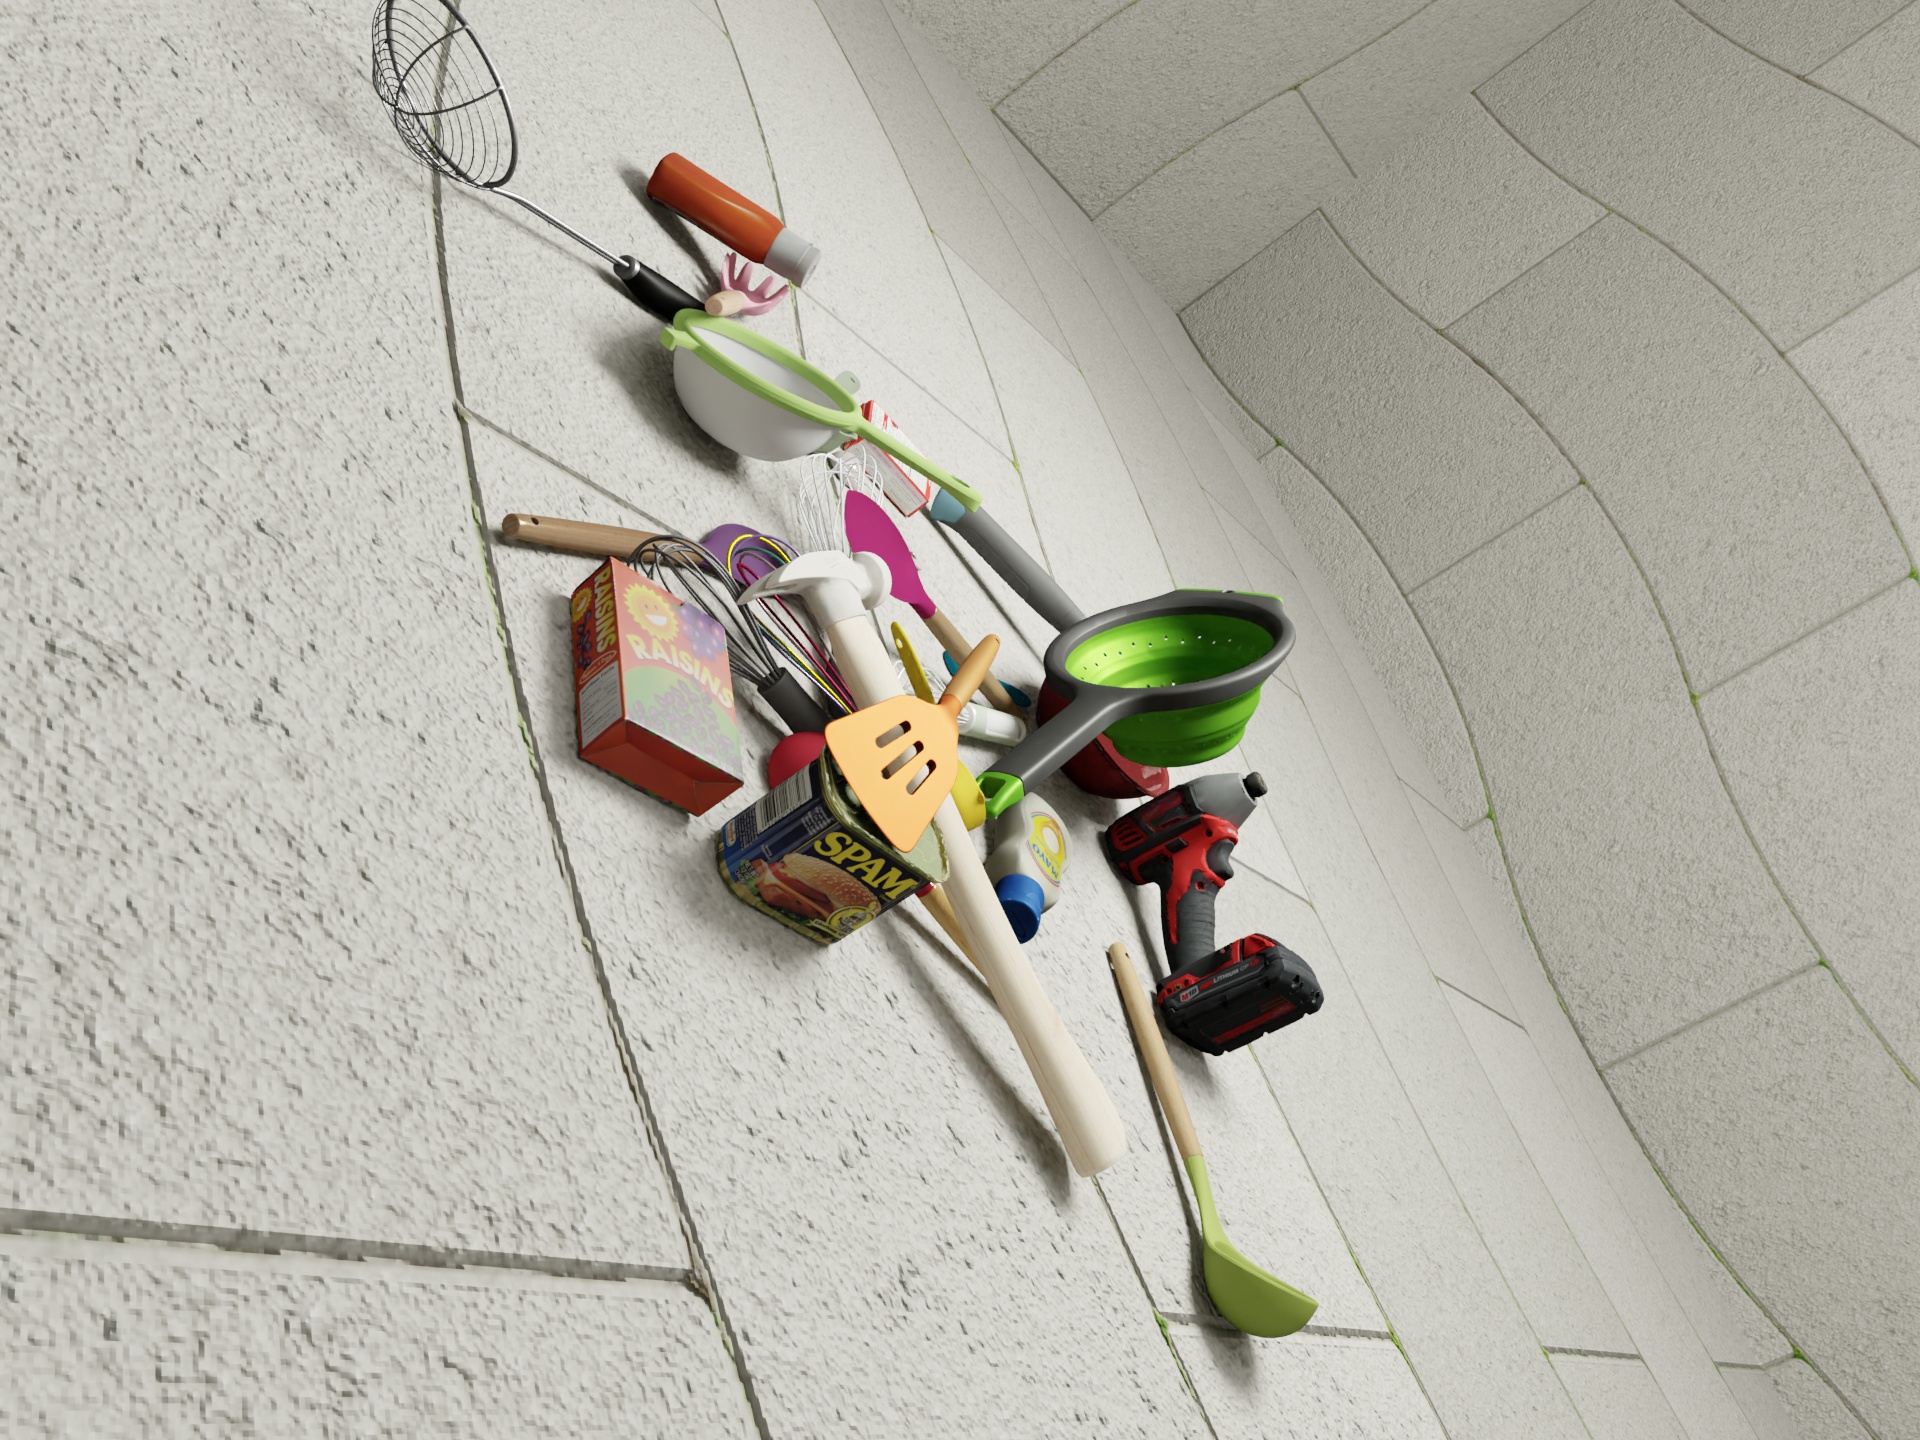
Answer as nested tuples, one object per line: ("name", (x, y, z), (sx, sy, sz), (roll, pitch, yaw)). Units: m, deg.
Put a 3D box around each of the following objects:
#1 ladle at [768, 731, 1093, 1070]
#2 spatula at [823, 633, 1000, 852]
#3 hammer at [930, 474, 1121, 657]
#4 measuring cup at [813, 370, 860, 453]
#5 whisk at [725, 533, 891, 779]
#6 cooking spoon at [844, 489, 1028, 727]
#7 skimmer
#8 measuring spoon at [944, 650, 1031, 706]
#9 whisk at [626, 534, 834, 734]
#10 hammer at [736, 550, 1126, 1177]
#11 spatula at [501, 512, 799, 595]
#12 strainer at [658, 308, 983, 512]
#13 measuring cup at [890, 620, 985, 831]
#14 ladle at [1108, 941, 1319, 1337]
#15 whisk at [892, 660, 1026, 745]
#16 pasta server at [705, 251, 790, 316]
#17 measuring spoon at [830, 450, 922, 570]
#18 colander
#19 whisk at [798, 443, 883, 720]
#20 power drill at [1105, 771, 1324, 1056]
("ladle", (-0.008, 0.125, 1.004), (0.315, 0.031, 0.069), (50, 51, -22))
("spatula", (-0.011, -0.010, 0.976), (0.081, 0.041, 0.323), (57, 16, -7))
("hammer", (0.095, -0.096, 1.474), (0.331, 0.128, 0.033), (45, 22, -6))
("measuring cup", (-0.117, -0.270, 1.348), (0.083, 0.038, 0.168), (51, 19, -11))
("whisk", (-0.076, -0.014, 1.026), (0.245, 0.051, 0.047), (56, 17, -10))
("cooking spoon", (-0.015, -0.070, 1.212), (0.318, 0.017, 0.069), (48, 35, -51))
("skimmer", (-0.260, -0.369, 1.110), (0.127, 0.090, 0.363), (30, 4, 31))
("measuring spoon", (0.031, -0.036, 1.338), (0.128, 0.021, 0.042), (23, 38, -53))
("whisk", (-0.117, -0.022, 0.974), (0.238, 0.055, 0.055), (50, 21, -26))
("hammer", (-0.007, 0.087, 0.963), (0.411, 0.038, 0.146), (64, 23, 3))
("spatula", (-0.181, -0.108, 0.995), (0.060, 0.018, 0.316), (59, 20, 11))
("strainer", (-0.107, -0.205, 1.161), (0.256, 0.069, 0.151), (31, 18, -6))
("measuring cup", (-0.027, 0.009, 1.061), (0.062, 0.029, 0.156), (15, -50, 58))
("ladle", (0.165, 0.280, 1.118), (0.078, 0.062, 0.321), (36, 25, -41))
("whisk", (-0.002, -0.004, 1.190), (0.246, 0.059, 0.058), (15, 75, -66))
("pasta server", (-0.172, -0.330, 1.227), (0.060, 0.040, 0.316), (29, 12, -11))
("measuring spoon", (-0.066, -0.180, 1.348), (0.124, 0.018, 0.034), (52, 21, -11))
("colander", (0.128, 0.010, 1.249), (0.397, 0.205, 0.094), (-36, 125, -45))
("whisk", (-0.085, -0.101, 1.150), (0.070, 0.070, 0.285), (39, 32, -37))
("power drill", (0.207, 0.145, 1.288), (0.078, 0.143, 0.220), (38, 29, -44))
